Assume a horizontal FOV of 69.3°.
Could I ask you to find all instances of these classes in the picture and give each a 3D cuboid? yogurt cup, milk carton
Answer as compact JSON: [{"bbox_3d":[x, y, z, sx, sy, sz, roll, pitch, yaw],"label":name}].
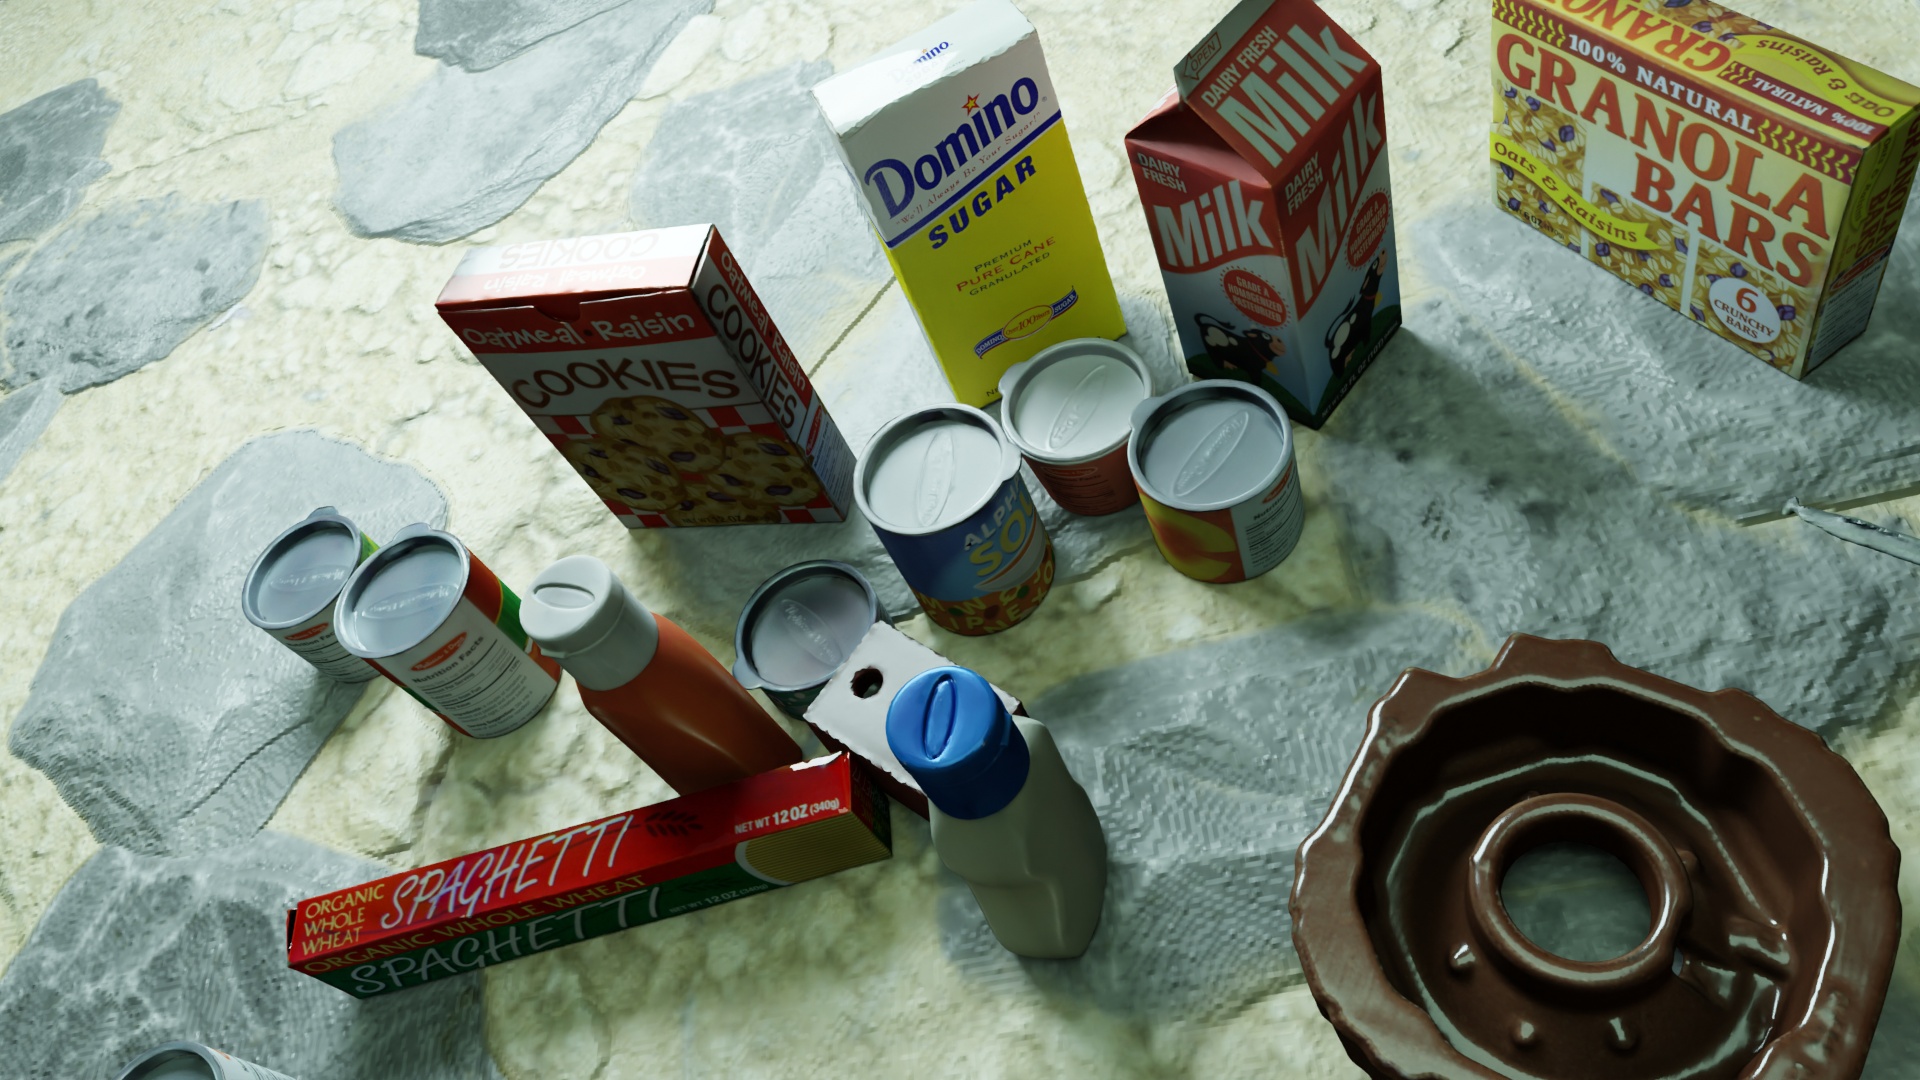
[{"bbox_3d":[0.057,-0.048,0.617,0.072,0.053,0.073,-10,54,14],"label":"yogurt cup"},{"bbox_3d":[0.125,-0.138,0.568,0.073,0.189,0.072,31,71,34],"label":"milk carton"}]

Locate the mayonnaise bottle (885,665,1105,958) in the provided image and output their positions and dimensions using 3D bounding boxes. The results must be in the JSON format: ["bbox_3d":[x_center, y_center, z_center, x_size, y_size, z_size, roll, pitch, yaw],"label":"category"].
[{"bbox_3d":[0.015,0.092,0.474,0.041,0.147,0.065,-2,56,19],"label":"mayonnaise bottle"}]

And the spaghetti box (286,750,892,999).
[{"bbox_3d":[-0.152,0.139,0.566,0.250,0.050,0.029,-17,53,9],"label":"spaghetti box"}]

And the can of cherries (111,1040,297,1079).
[{"bbox_3d":[-0.298,0.240,0.544,0.071,0.058,0.072,-10,54,14],"label":"can of cherries"}]

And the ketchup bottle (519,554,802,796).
[{"bbox_3d":[-0.118,0.060,0.545,0.065,0.148,0.044,7,60,25],"label":"ketchup bottle"}]

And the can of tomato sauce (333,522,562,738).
[{"bbox_3d":[-0.234,0.043,0.643,0.071,0.082,0.071,-10,54,14],"label":"can of tomato sauce"}]

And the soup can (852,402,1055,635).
[{"bbox_3d":[0.002,-0.007,0.590,0.071,0.083,0.072,-10,54,14],"label":"soup can"}]

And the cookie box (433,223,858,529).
[{"bbox_3d":[-0.134,-0.066,0.629,0.123,0.166,0.040,-1,57,20],"label":"cookie box"}]

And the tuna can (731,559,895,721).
[{"bbox_3d":[-0.064,0.046,0.609,0.071,0.032,0.071,-10,54,14],"label":"tuna can"}]

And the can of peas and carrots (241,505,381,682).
[{"bbox_3d":[-0.312,0.028,0.698,0.071,0.058,0.071,-10,54,14],"label":"can of peas and carrots"}]

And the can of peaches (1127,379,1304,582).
[{"bbox_3d":[0.106,-0.025,0.580,0.071,0.058,0.071,-10,54,14],"label":"can of peaches"}]

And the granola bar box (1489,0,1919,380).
[{"bbox_3d":[0.289,-0.155,0.561,0.039,0.123,0.166,-37,52,-7],"label":"granola bar box"}]
